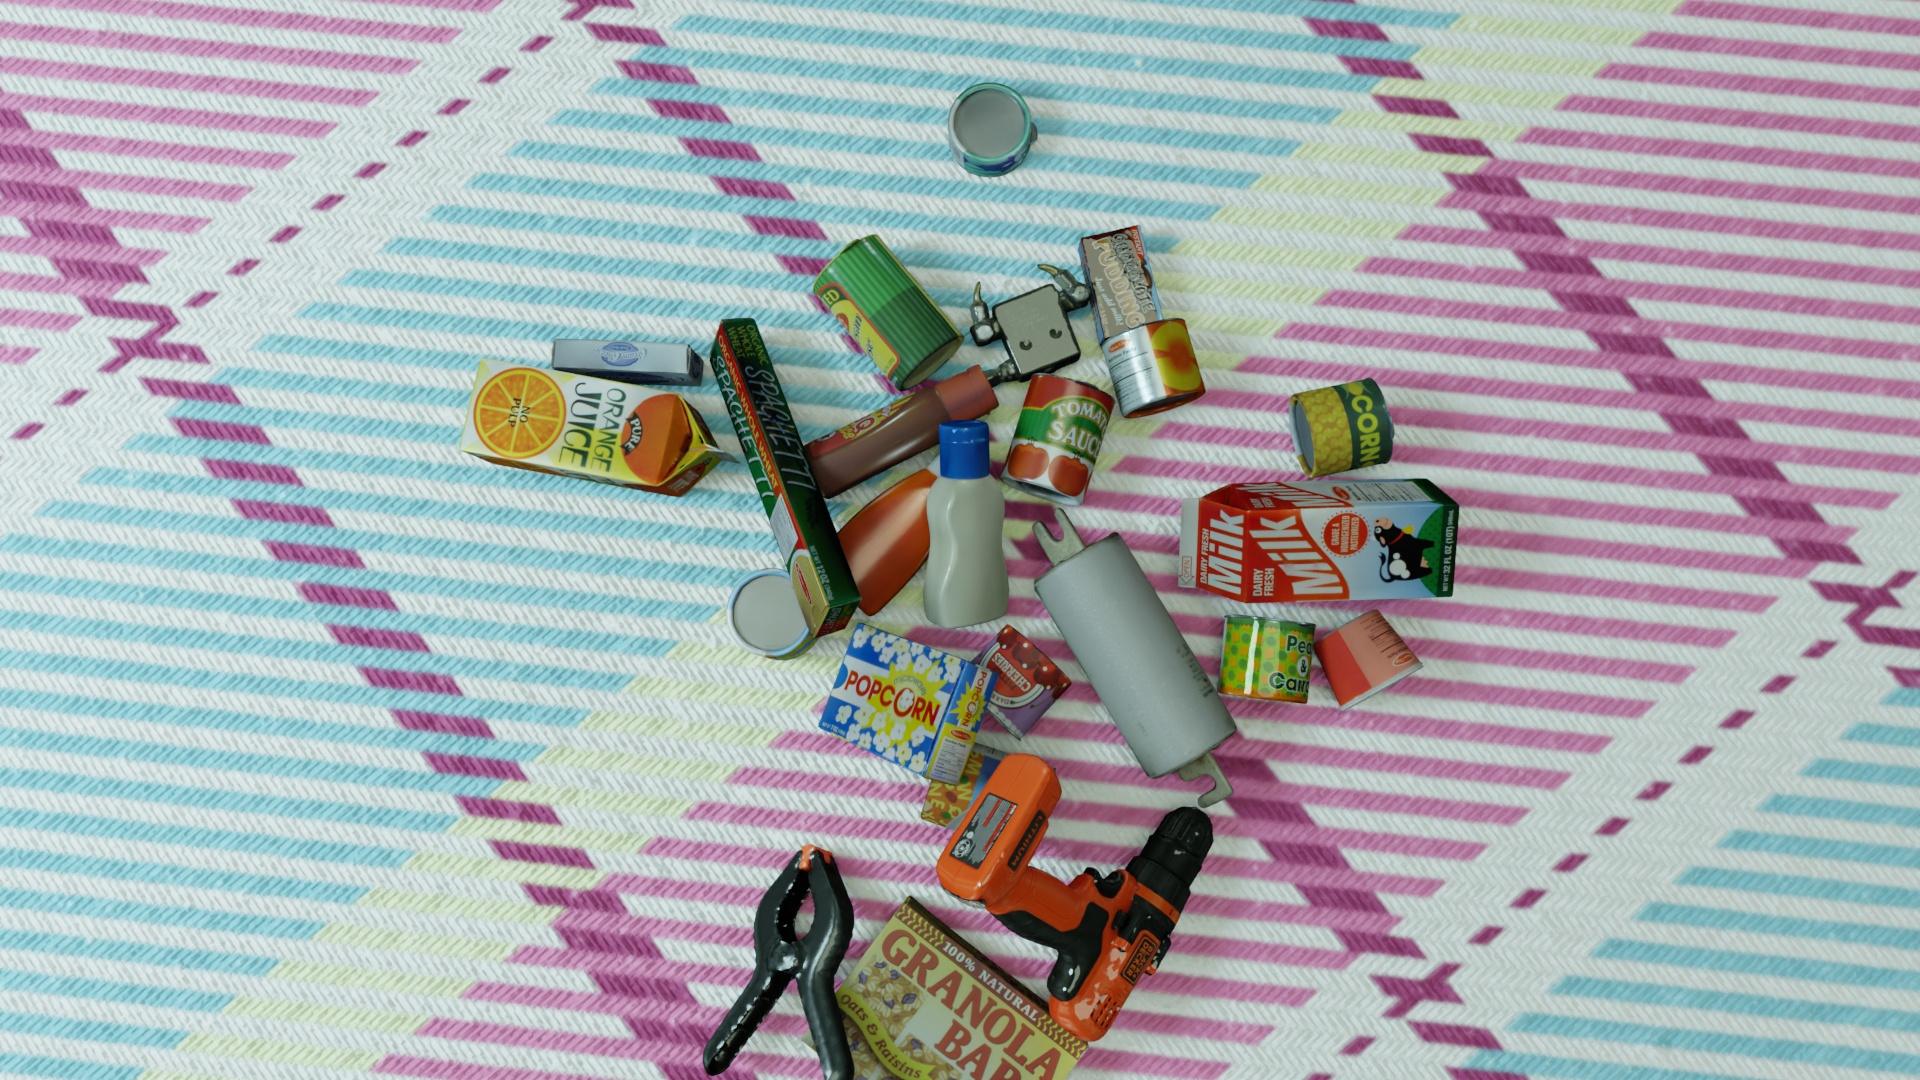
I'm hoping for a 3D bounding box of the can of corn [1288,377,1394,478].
[{"bbox_3d":[0.283,-0.083,1.034,0.058,0.071,0.071,-12,83,1],"label":"can of corn"}]

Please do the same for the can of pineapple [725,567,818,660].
[{"bbox_3d":[-0.135,0.054,1.031,0.071,0.058,0.071,0,83,1],"label":"can of pineapple"}]

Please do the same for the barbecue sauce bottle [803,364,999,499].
[{"bbox_3d":[-0.044,-0.083,1.040,0.148,0.065,0.043,-26,107,1],"label":"barbecue sauce bottle"}]

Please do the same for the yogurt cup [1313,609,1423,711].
[{"bbox_3d":[0.296,0.086,1.019,0.072,0.072,0.054,-28,76,-2],"label":"yogurt cup"}]

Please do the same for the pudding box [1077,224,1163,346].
[{"bbox_3d":[0.124,-0.196,1.071,0.050,0.030,0.084,-12,83,-1],"label":"pudding box"}]

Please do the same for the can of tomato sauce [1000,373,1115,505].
[{"bbox_3d":[0.073,-0.075,1.037,0.071,0.071,0.083,18,85,3],"label":"can of tomato sauce"}]

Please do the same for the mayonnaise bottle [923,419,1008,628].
[{"bbox_3d":[0.004,-0.013,1.015,0.065,0.041,0.147,-10,107,-33],"label":"mayonnaise bottle"}]

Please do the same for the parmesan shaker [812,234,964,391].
[{"bbox_3d":[-0.054,-0.172,1.050,0.071,0.071,0.103,-40,84,-3],"label":"parmesan shaker"}]

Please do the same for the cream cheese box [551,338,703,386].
[{"bbox_3d":[-0.252,-0.135,1.058,0.104,0.053,0.024,2,86,1],"label":"cream cheese box"}]

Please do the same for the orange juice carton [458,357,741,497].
[{"bbox_3d":[-0.264,-0.079,1.042,0.193,0.071,0.073,10,84,2],"label":"orange juice carton"}]

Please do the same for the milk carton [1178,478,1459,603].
[{"bbox_3d":[0.255,0.000,1.014,0.191,0.074,0.072,-1,108,0],"label":"milk carton"}]

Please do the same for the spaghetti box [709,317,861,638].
[{"bbox_3d":[-0.131,-0.051,1.015,0.029,0.050,0.251,-11,65,-27],"label":"spaghetti box"}]

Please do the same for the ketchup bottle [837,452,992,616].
[{"bbox_3d":[-0.039,-0.016,1.045,0.064,0.043,0.149,44,85,-4],"label":"ketchup bottle"}]

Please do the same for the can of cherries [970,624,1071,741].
[{"bbox_3d":[0.039,0.103,1.015,0.071,0.071,0.058,43,86,5],"label":"can of cherries"}]

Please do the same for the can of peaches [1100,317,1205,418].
[{"bbox_3d":[0.147,-0.129,1.046,0.071,0.071,0.058,-15,83,-1],"label":"can of peaches"}]

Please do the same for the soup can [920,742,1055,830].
[{"bbox_3d":[0.019,0.186,1.008,0.084,0.071,0.071,18,84,3],"label":"soup can"}]

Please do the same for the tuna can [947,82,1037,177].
[{"bbox_3d":[0.025,-0.321,1.086,0.071,0.033,0.071,0,83,1],"label":"tuna can"}]

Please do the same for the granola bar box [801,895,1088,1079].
[{"bbox_3d":[-0.011,0.358,1.002,0.165,0.039,0.124,37,86,5],"label":"granola bar box"}]

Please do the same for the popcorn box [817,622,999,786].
[{"bbox_3d":[-0.039,0.115,0.995,0.127,0.038,0.085,14,82,48],"label":"popcorn box"}]

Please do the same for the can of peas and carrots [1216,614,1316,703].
[{"bbox_3d":[0.225,0.087,1.015,0.071,0.071,0.059,7,85,2],"label":"can of peas and carrots"}]
